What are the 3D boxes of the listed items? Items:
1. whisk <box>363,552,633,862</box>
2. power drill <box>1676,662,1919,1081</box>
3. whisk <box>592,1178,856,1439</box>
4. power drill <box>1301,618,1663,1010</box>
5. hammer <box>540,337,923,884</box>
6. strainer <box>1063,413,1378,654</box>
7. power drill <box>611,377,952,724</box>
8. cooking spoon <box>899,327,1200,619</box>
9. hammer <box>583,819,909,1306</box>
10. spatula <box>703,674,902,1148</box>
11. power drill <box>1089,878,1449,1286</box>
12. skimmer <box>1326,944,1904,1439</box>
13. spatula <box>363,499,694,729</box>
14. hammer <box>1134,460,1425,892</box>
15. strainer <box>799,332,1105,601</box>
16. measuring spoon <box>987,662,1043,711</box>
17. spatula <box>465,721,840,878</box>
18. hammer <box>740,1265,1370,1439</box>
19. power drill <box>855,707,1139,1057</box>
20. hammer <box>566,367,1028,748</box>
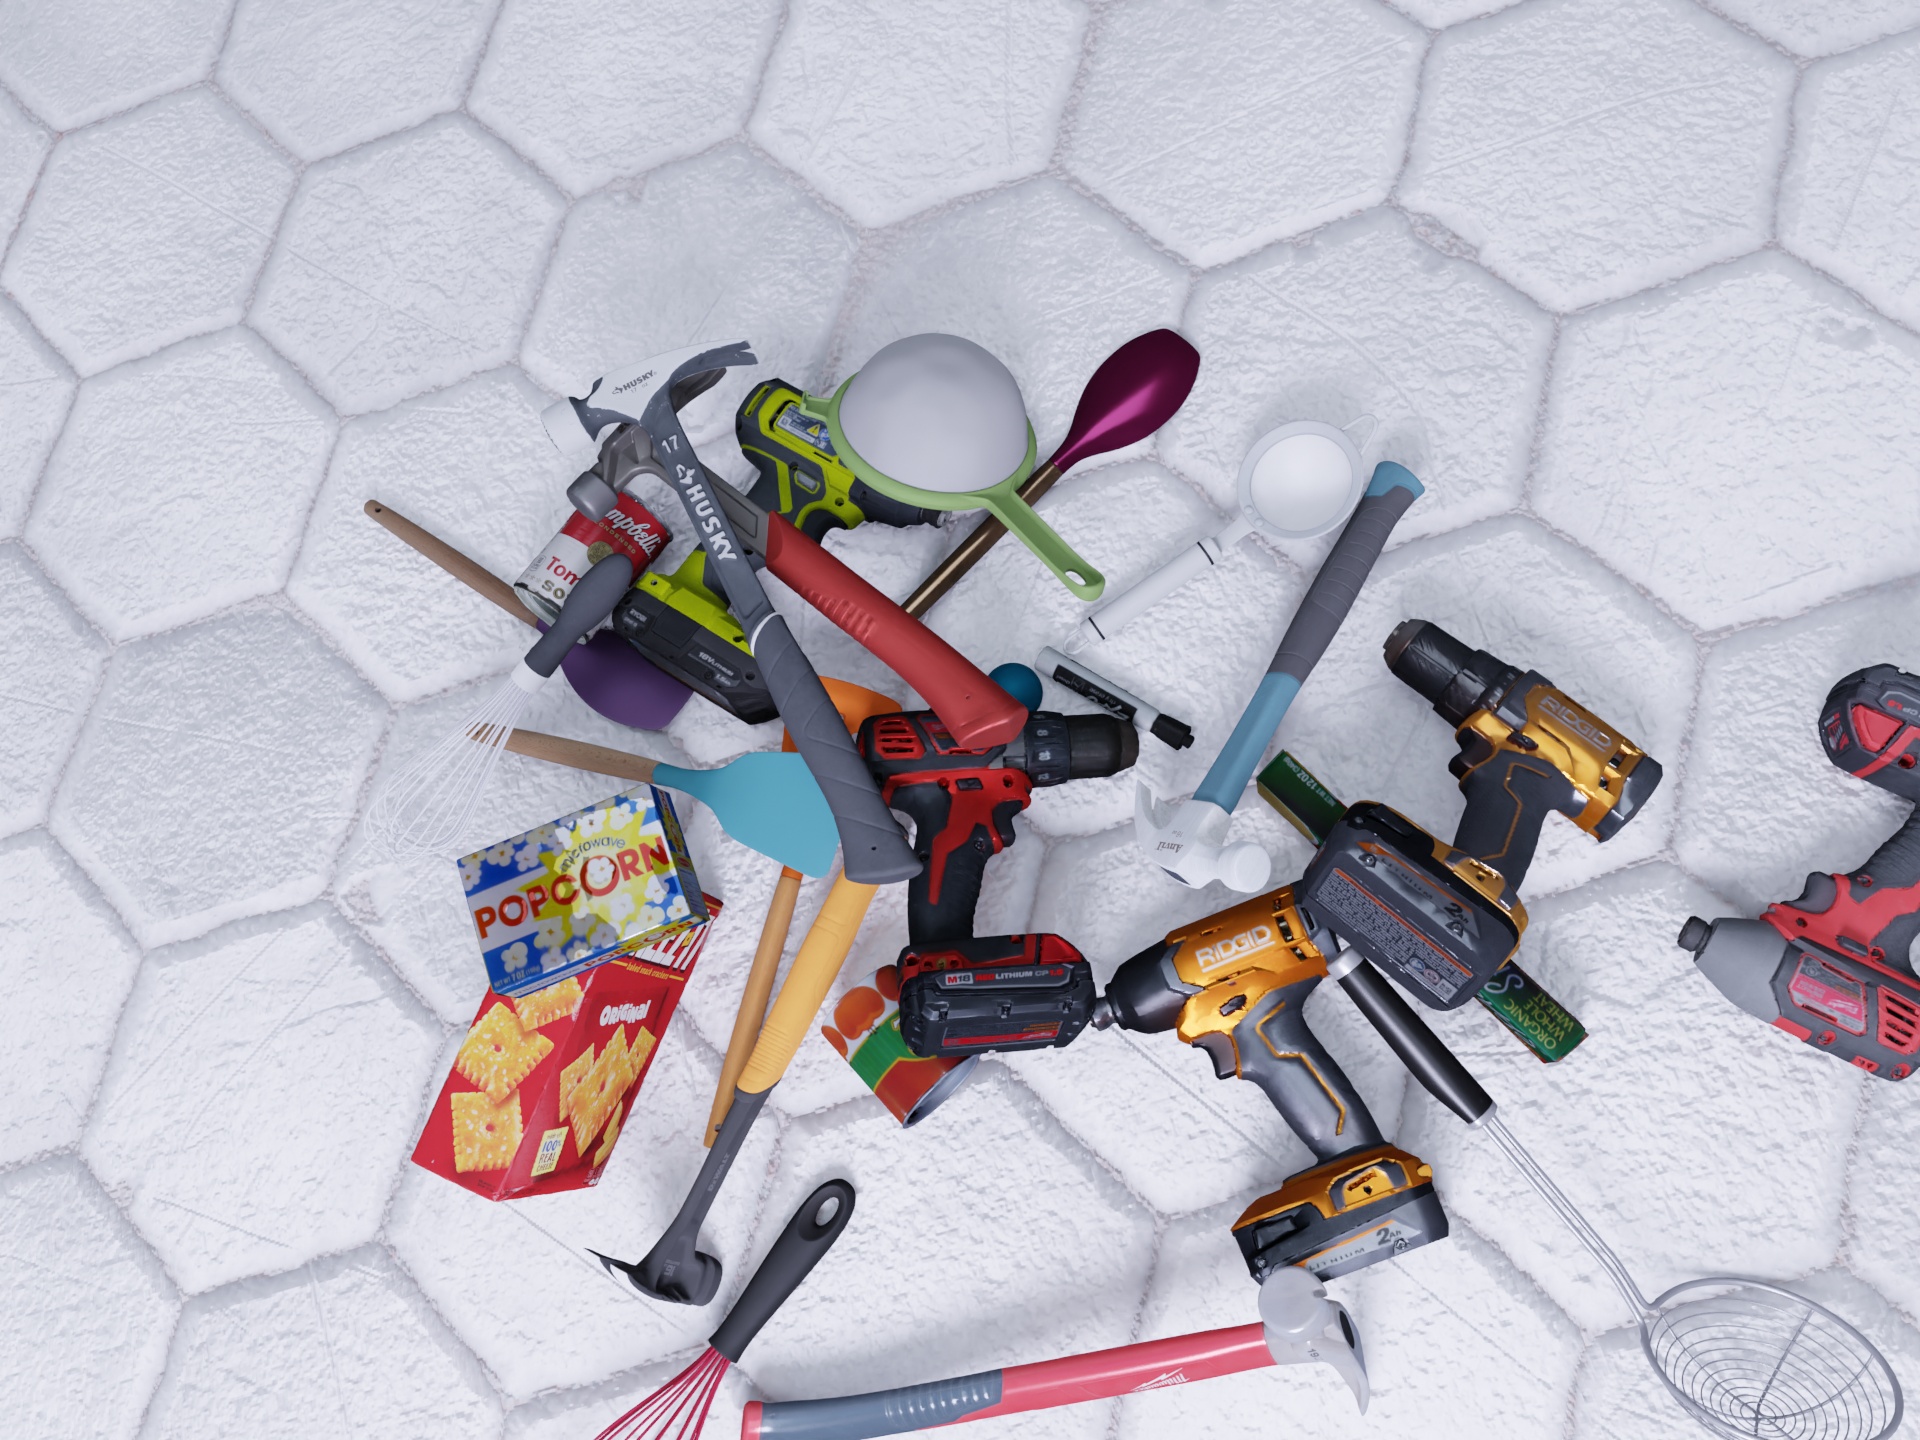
[{"bbox_3d":[-0.319,-0.008,1.106,0.070,0.070,0.284,46,104,18],"label":"whisk"},{"bbox_3d":[0.533,0.086,0.945,0.143,0.078,0.220,26,84,17],"label":"power drill"},{"bbox_3d":[-0.161,0.414,1.000,0.073,0.073,0.296,34,77,17],"label":"whisk"},{"bbox_3d":[0.298,0.043,0.965,0.185,0.084,0.226,39,57,17],"label":"power drill"},{"bbox_3d":[-0.127,-0.074,1.015,0.149,0.036,0.409,-29,71,-1],"label":"hammer"},{"bbox_3d":[0.177,-0.122,1.088,0.258,0.050,0.087,-35,65,6],"label":"strainer"},{"bbox_3d":[-0.126,-0.117,1.126,0.171,0.080,0.223,31,78,16],"label":"power drill"},{"bbox_3d":[0.050,-0.162,1.134,0.319,0.017,0.069,-45,70,-4],"label":"cooking spoon"},{"bbox_3d":[-0.123,0.209,1.024,0.034,0.127,0.337,19,73,26],"label":"hammer"},{"bbox_3d":[-0.121,0.130,1.076,0.081,0.041,0.323,17,80,-10],"label":"spatula"},{"bbox_3d":[0.182,0.228,0.971,0.164,0.084,0.227,-22,68,5],"label":"power drill"},{"bbox_3d":[0.357,0.257,0.894,0.363,0.127,0.090,49,130,9],"label":"skimmer"},{"bbox_3d":[-0.332,-0.085,1.187,0.316,0.018,0.060,33,73,17],"label":"spatula"},{"bbox_3d":[0.216,-0.036,1.028,0.033,0.128,0.331,41,71,-26],"label":"hammer"},{"bbox_3d":[0.017,-0.184,1.077,0.151,0.069,0.257,-26,61,-30],"label":"strainer"},{"bbox_3d":[-0.002,-0.003,1.084,0.128,0.021,0.042,-26,77,-11],"label":"measuring spoon"},{"bbox_3d":[-0.222,0.035,1.103,0.318,0.044,0.082,11,87,29],"label":"spatula"},{"bbox_3d":[0.046,0.404,0.951,0.386,0.143,0.038,-18,44,17],"label":"hammer"},{"bbox_3d":[0.034,0.090,1.015,0.188,0.080,0.227,-3,60,-8],"label":"power drill"},{"bbox_3d":[-0.094,-0.106,1.061,0.359,0.036,0.149,38,77,19],"label":"hammer"}]
